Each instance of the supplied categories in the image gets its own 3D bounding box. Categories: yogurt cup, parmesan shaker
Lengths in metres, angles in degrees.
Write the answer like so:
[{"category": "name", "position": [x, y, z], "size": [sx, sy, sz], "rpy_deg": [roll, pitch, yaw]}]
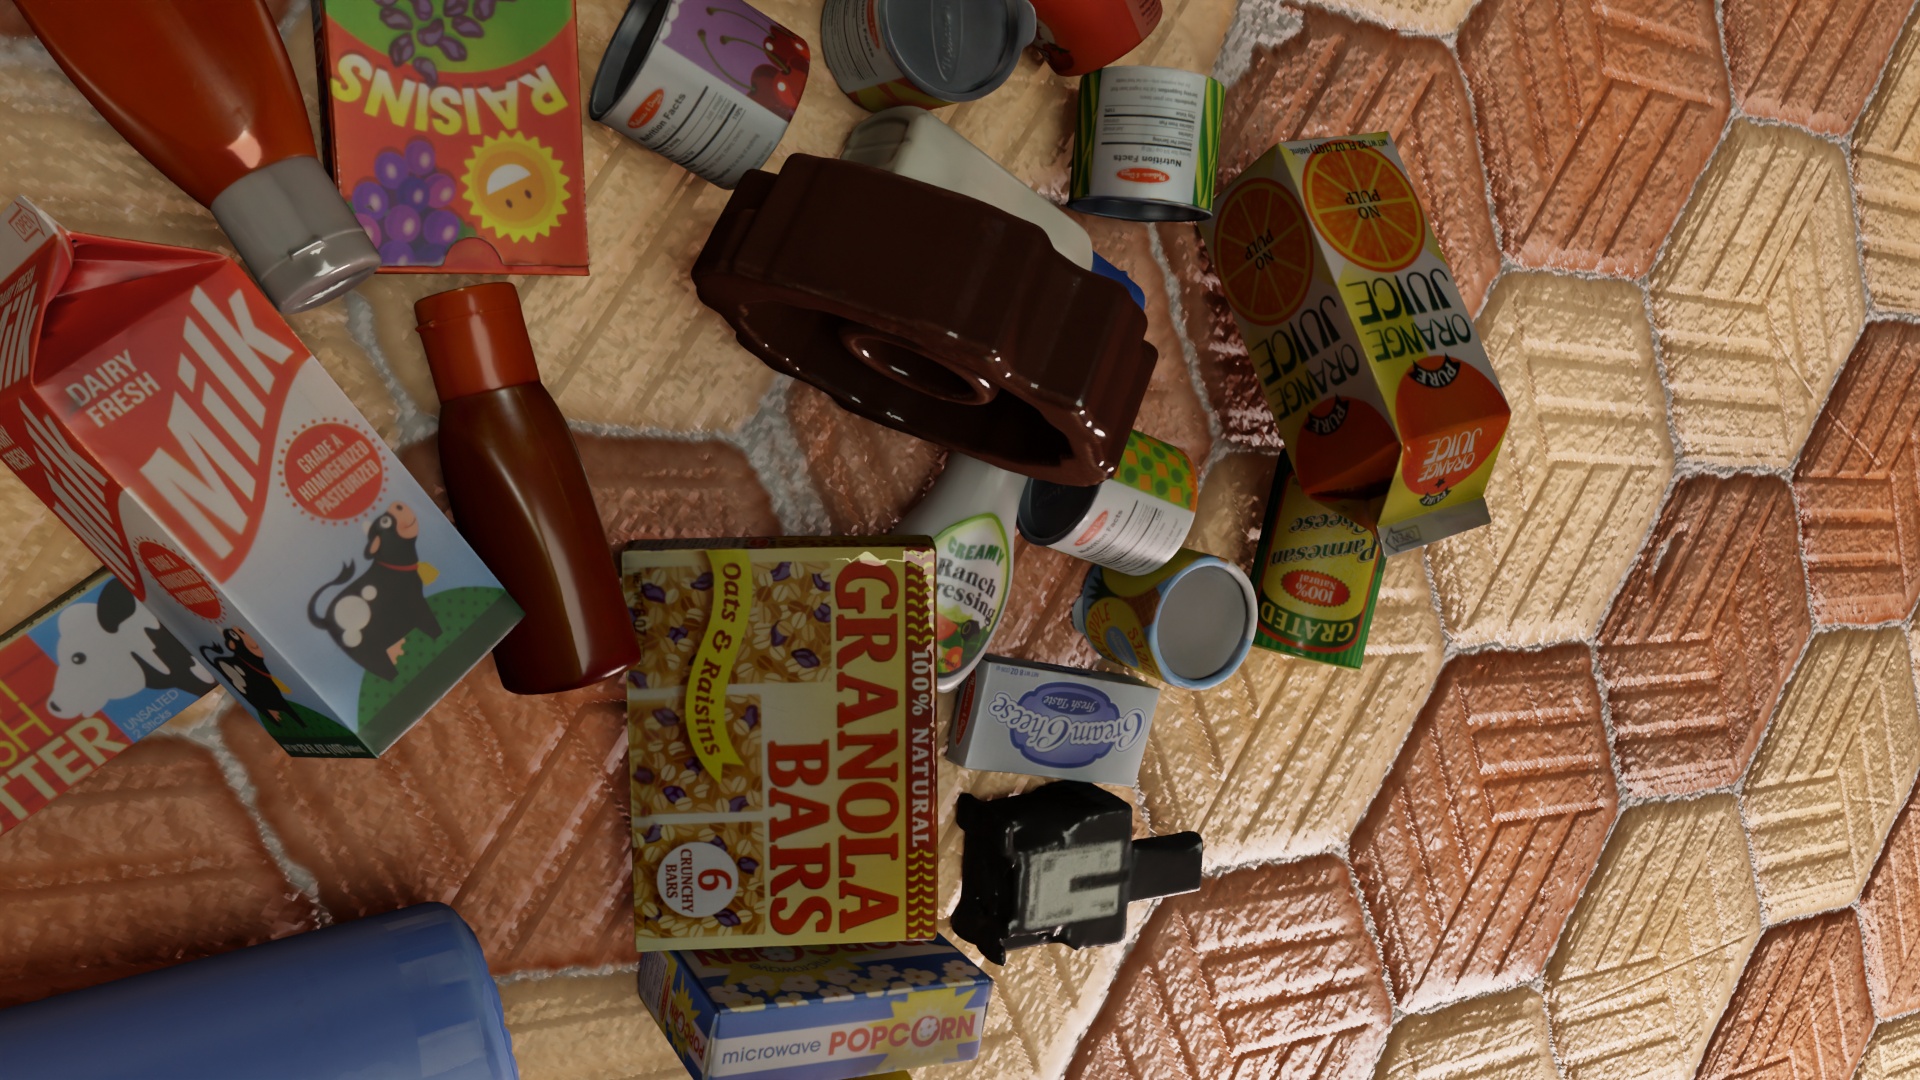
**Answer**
[{"category": "yogurt cup", "position": [0.052, -0.239, 0.599], "size": [0.072, 0.072, 0.053], "rpy_deg": [-48, 126, -15]}, {"category": "parmesan shaker", "position": [0.182, 0.008, 0.716], "size": [0.071, 0.071, 0.103], "rpy_deg": [12, 92, -31]}]

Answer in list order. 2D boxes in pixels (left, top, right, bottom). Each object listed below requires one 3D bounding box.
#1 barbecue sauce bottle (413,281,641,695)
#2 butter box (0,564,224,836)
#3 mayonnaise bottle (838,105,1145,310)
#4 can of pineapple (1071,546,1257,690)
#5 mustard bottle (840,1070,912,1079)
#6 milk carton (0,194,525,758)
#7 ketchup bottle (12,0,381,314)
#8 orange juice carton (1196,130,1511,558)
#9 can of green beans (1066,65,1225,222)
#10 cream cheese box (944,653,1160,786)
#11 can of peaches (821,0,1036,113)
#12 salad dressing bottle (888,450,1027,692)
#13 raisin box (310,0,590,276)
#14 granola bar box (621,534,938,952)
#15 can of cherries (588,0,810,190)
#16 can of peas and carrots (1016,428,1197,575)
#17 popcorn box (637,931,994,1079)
[{"category": "barbecue sauce bottle", "position": [-0.163, -0.019, 0.513], "size": [0.044, 0.065, 0.148], "rpy_deg": [-22, 101, -46]}, {"category": "butter box", "position": [-0.308, 0.057, 0.462], "size": [0.104, 0.024, 0.053], "rpy_deg": [-40, 115, -19]}, {"category": "mayonnaise bottle", "position": [0.019, -0.131, 0.600], "size": [0.148, 0.065, 0.041], "rpy_deg": [28, 83, -34]}, {"category": "can of pineapple", "position": [0.100, 0.036, 0.675], "size": [0.071, 0.058, 0.071], "rpy_deg": [-6, 102, -29]}, {"category": "mustard bottle", "position": [-0.095, 0.273, 0.602], "size": [0.161, 0.065, 0.048], "rpy_deg": [-19, 102, -20]}, {"category": "milk carton", "position": [-0.239, -0.021, 0.449], "size": [0.190, 0.072, 0.074], "rpy_deg": [57, 48, -24]}, {"category": "ketchup bottle", "position": [-0.239, -0.144, 0.436], "size": [0.065, 0.043, 0.148], "rpy_deg": [-33, 98, -15]}, {"category": "orange juice carton", "position": [0.189, -0.089, 0.653], "size": [0.072, 0.072, 0.193], "rpy_deg": [-14, 78, -27]}, {"category": "can of green beans", "position": [0.083, -0.177, 0.625], "size": [0.071, 0.071, 0.057], "rpy_deg": [2, 97, -30]}, {"category": "cream cheese box", "position": [0.045, 0.087, 0.672], "size": [0.104, 0.024, 0.053], "rpy_deg": [11, 94, -31]}, {"category": "can of peaches", "position": [-0.014, -0.209, 0.568], "size": [0.071, 0.058, 0.071], "rpy_deg": [-5, 100, -30]}, {"category": "salad dressing bottle", "position": [0.002, -0.008, 0.619], "size": [0.064, 0.044, 0.147], "rpy_deg": [24, 86, -30]}, {"category": "raisin box", "position": [-0.180, -0.156, 0.492], "size": [0.086, 0.040, 0.123], "rpy_deg": [-6, 102, -30]}, {"category": "granola bar box", "position": [-0.072, 0.081, 0.570], "size": [0.124, 0.039, 0.165], "rpy_deg": [-1, 100, -6]}, {"category": "can of cherries", "position": [-0.097, -0.176, 0.522], "size": [0.058, 0.071, 0.071], "rpy_deg": [23, 87, -31]}, {"category": "can of peas and carrots", "position": [0.066, -0.024, 0.643], "size": [0.059, 0.071, 0.071], "rpy_deg": [19, 89, -32]}, {"category": "popcorn box", "position": [-0.063, 0.191, 0.591], "size": [0.127, 0.085, 0.038], "rpy_deg": [5, 98, -31]}]
